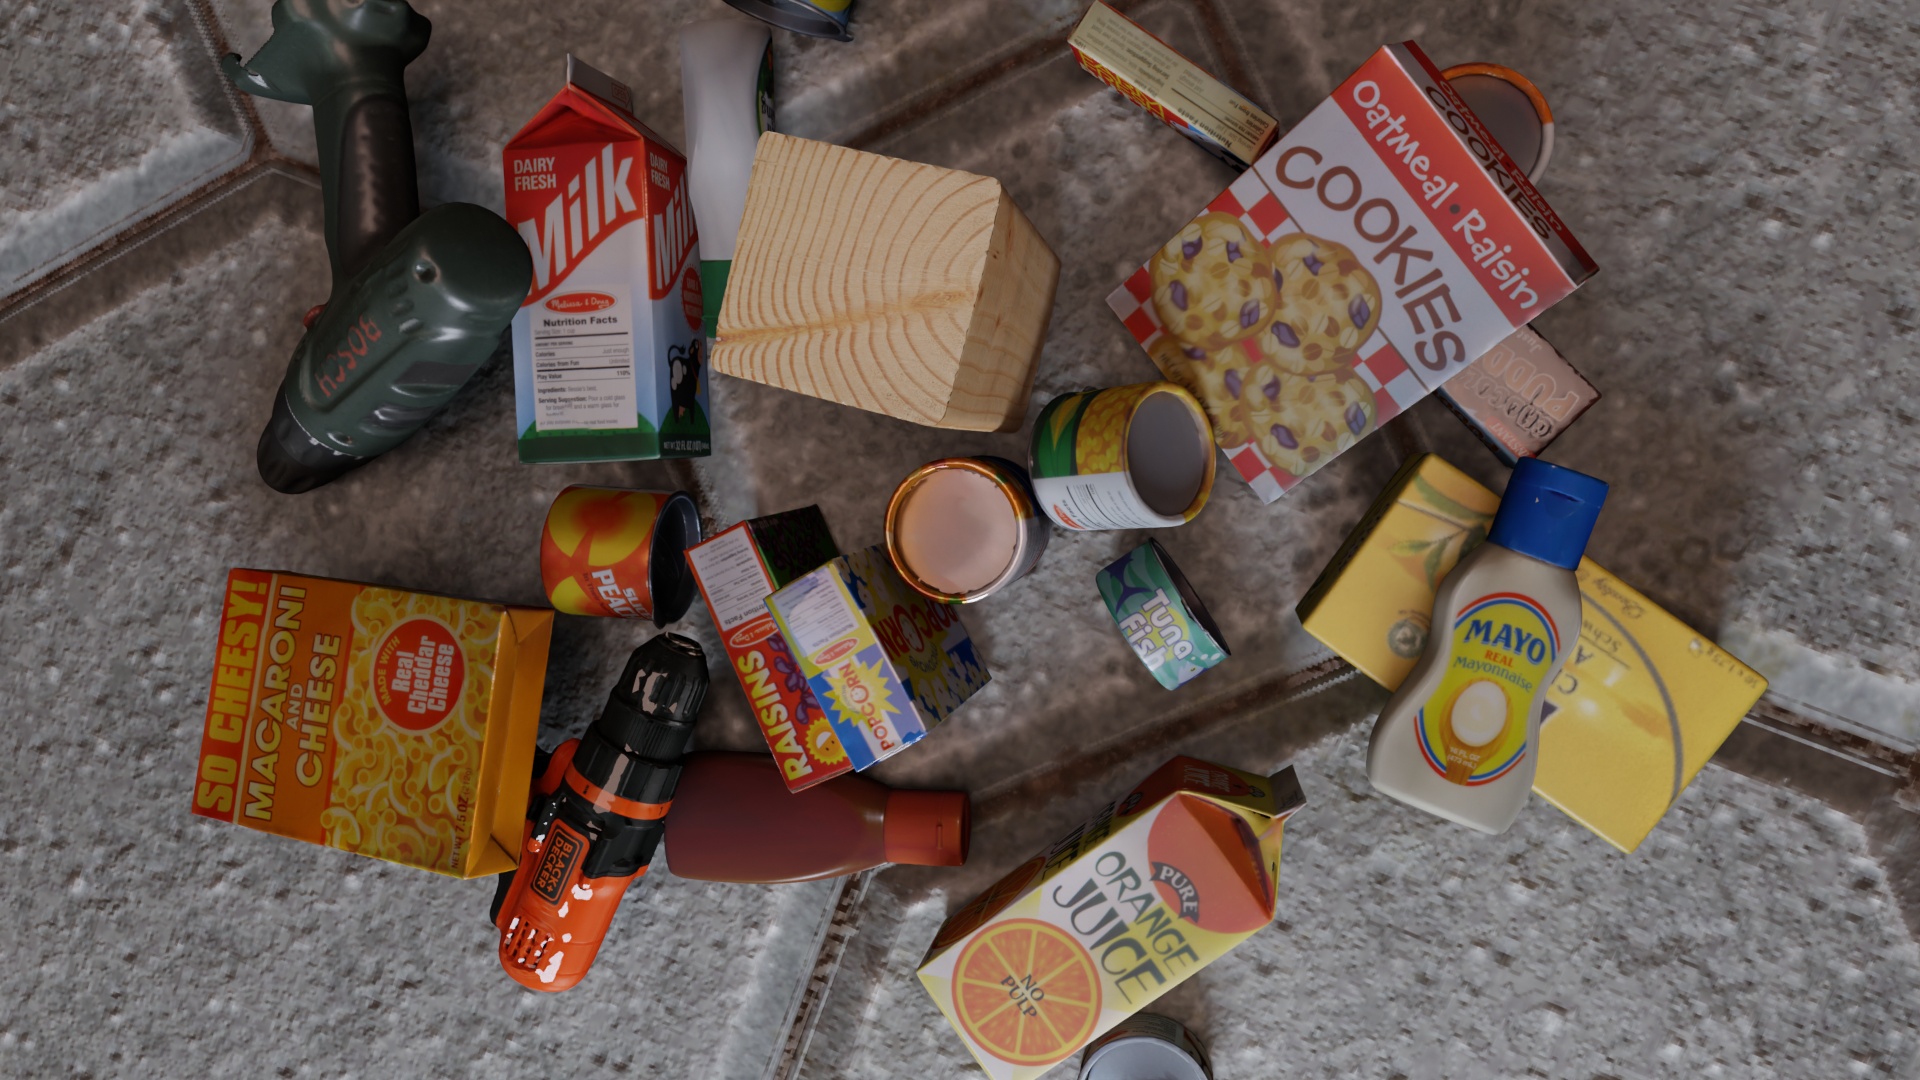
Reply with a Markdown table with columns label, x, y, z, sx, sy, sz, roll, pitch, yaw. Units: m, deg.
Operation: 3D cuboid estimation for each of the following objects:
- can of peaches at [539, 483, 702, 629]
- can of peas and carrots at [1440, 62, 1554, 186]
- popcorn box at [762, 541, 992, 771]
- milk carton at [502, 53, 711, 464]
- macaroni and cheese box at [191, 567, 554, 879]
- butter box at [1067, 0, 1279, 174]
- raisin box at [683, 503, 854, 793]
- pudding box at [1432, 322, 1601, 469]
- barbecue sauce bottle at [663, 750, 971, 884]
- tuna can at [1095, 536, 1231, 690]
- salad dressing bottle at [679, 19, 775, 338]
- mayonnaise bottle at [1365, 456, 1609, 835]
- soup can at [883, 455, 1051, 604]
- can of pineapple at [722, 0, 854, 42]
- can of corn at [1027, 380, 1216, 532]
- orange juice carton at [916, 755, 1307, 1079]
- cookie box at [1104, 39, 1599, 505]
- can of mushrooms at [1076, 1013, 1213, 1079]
| label | x | y | z | sx | sy | sz | roll | pitch | yaw |
| --- | --- | --- | --- | --- | --- | --- | --- | --- | --- |
| can of peaches | -0.167 | 0.008 | 0.687 | 0.058 | 0.071 | 0.071 | 5 | 94 | 11 |
| can of peas and carrots | 0.220 | -0.173 | 0.615 | 0.071 | 0.059 | 0.071 | 0 | 93 | 10 |
| popcorn box | -0.034 | 0.047 | 0.636 | 0.038 | 0.127 | 0.085 | -29 | 88 | 15 |
| milk carton | -0.172 | -0.133 | 0.680 | 0.073 | 0.072 | 0.190 | -2 | 94 | 10 |
| macaroni and cheese box | -0.279 | 0.083 | 0.659 | 0.166 | 0.040 | 0.123 | 6 | 86 | 21 |
| butter box | 0.099 | -0.206 | 0.638 | 0.103 | 0.053 | 0.024 | 36 | 102 | 7 |
| raisin box | -0.074 | 0.048 | 0.664 | 0.040 | 0.086 | 0.123 | -24 | 88 | 17 |
| pudding box | 0.240 | -0.078 | 0.631 | 0.049 | 0.030 | 0.084 | -44 | 85 | 10 |
| barbecue sauce bottle | -0.070 | 0.139 | 0.690 | 0.148 | 0.044 | 0.065 | 1 | 91 | 9 |
| tuna can | 0.093 | 0.035 | 0.642 | 0.033 | 0.071 | 0.071 | -35 | 87 | 11 |
| salad dressing bottle | -0.110 | -0.173 | 0.675 | 0.044 | 0.064 | 0.147 | -3 | 101 | -6 |
| mayonnaise bottle | 0.218 | 0.041 | 0.565 | 0.065 | 0.041 | 0.148 | 20 | 97 | 11 |
| soup can | 0.002 | -0.008 | 0.649 | 0.071 | 0.084 | 0.071 | 1 | 93 | 11 |
| can of pineapple | -0.077 | -0.278 | 0.660 | 0.071 | 0.071 | 0.057 | 18 | 96 | 9 |
| can of corn | 0.075 | -0.040 | 0.634 | 0.058 | 0.071 | 0.071 | -3 | 93 | 49 |
| orange juice carton | 0.080 | 0.167 | 0.650 | 0.192 | 0.072 | 0.073 | -37 | 87 | 10 |
| cookie box | 0.163 | -0.111 | 0.602 | 0.123 | 0.040 | 0.166 | 53 | 129 | 4 |
| can of mushrooms | 0.090 | 0.269 | 0.673 | 0.071 | 0.033 | 0.071 | 0 | 93 | 9 |
